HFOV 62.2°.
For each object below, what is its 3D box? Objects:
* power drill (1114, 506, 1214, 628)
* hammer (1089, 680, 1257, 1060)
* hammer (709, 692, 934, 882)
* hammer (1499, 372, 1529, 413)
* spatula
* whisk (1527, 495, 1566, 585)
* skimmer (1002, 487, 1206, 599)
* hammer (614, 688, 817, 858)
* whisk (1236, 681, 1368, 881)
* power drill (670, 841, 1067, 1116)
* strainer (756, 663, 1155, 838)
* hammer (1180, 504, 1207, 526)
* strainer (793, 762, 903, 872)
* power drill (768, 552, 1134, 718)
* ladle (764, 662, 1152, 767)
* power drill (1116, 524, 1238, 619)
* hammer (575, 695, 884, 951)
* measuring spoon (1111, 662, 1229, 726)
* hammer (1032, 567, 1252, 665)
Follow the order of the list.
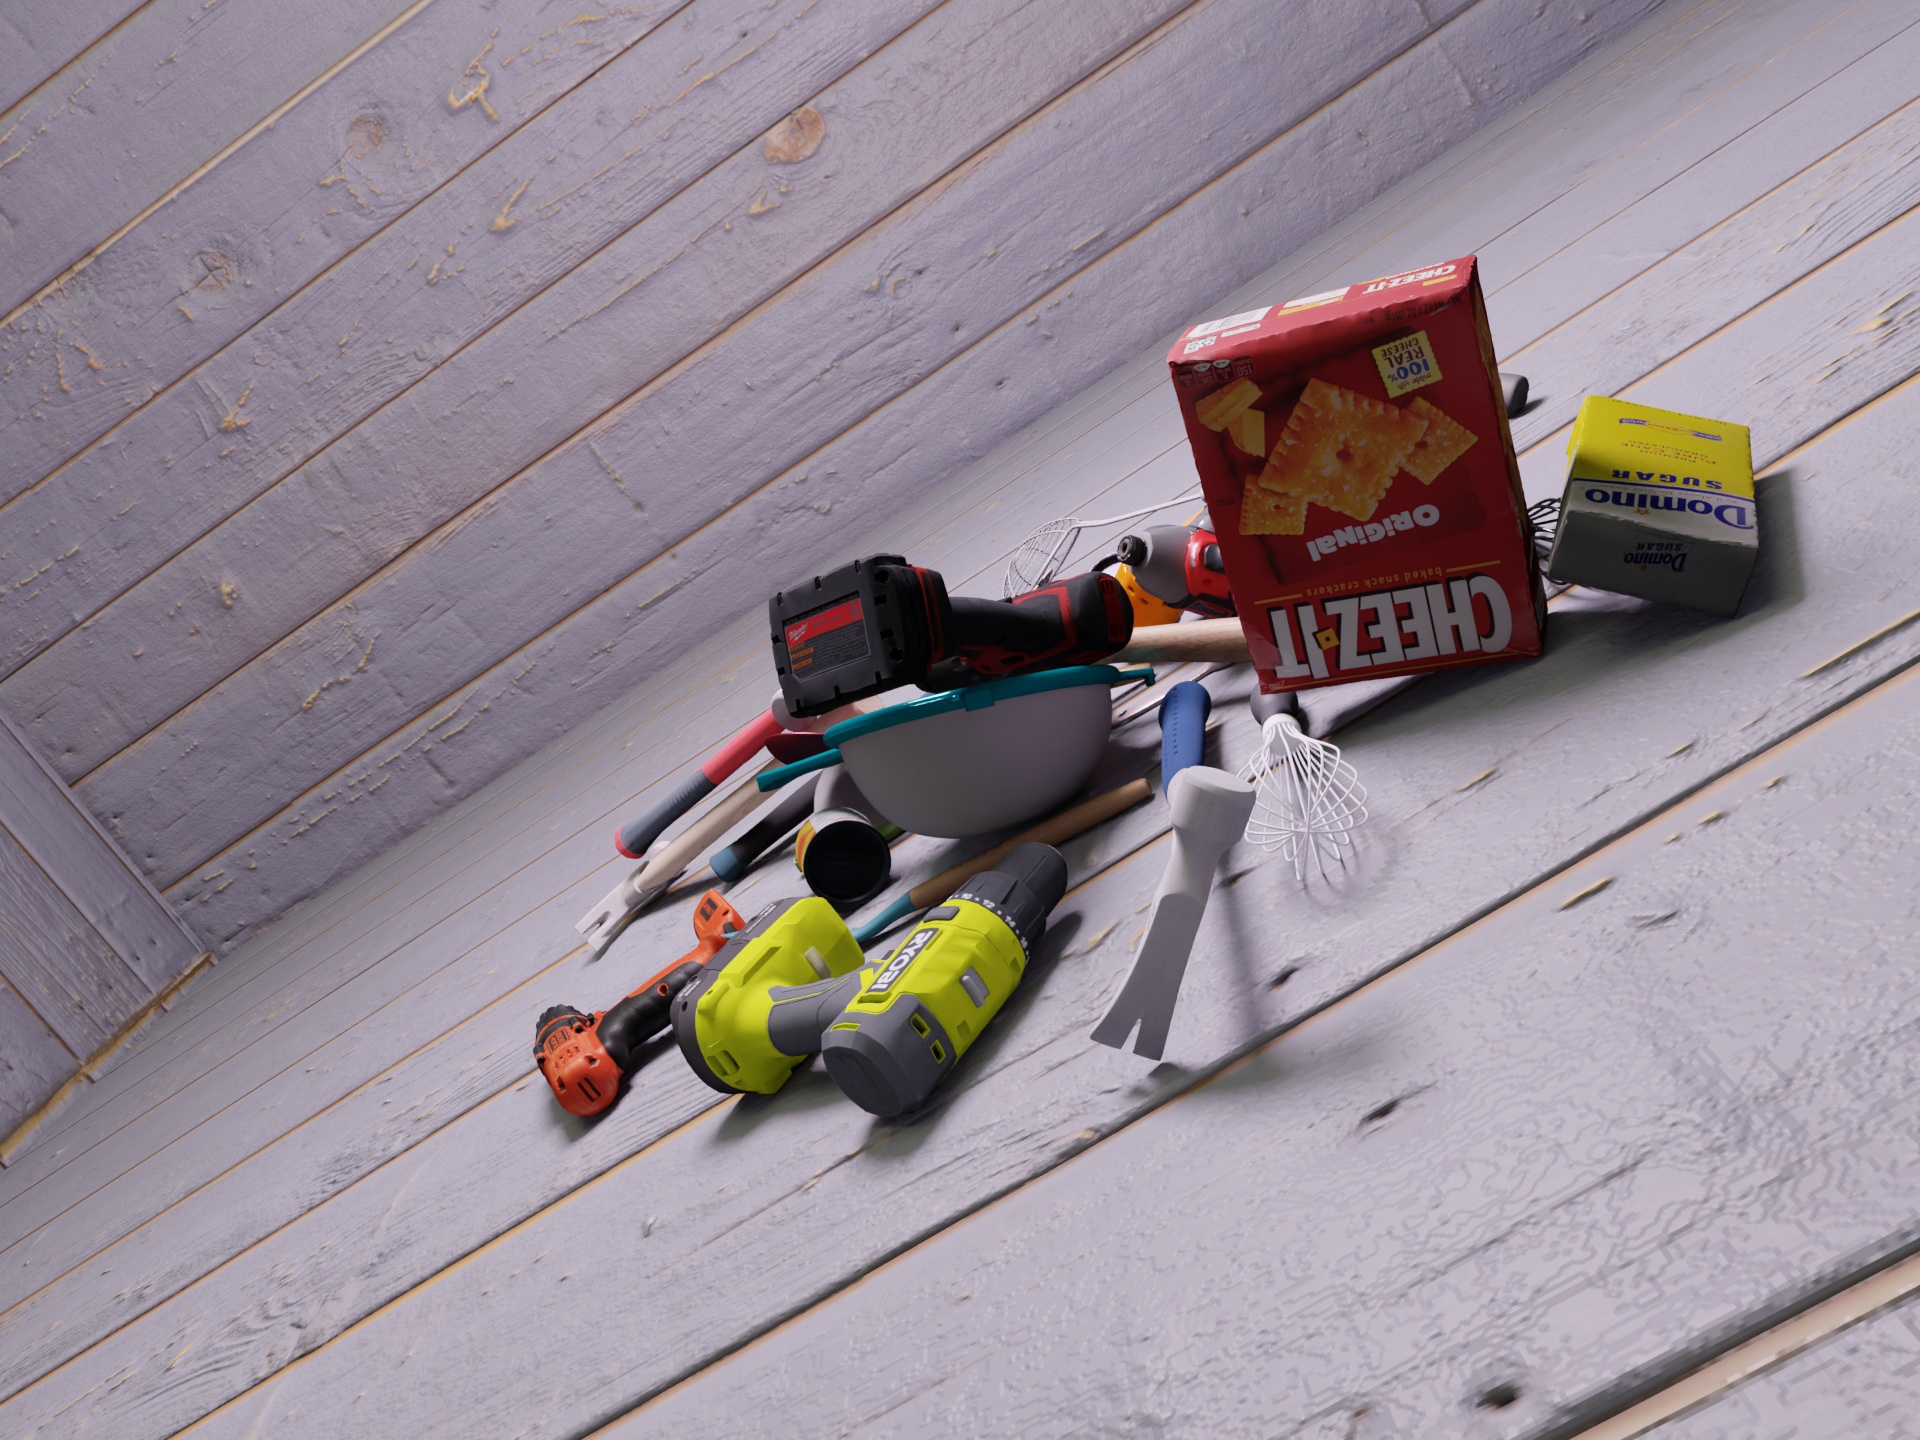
[{"bbox_3d":[0.203,-0.146,1.304,0.226,0.084,0.164,-43,-10,-21],"label":"power drill"},{"bbox_3d":[0.120,0.047,0.885,0.405,0.035,0.144,-58,-15,-74],"label":"hammer"},{"bbox_3d":[-0.096,0.037,1.478,0.331,0.033,0.128,-39,-2,-7],"label":"hammer"},{"bbox_3d":[0.289,-0.229,1.203,0.149,0.036,0.359,18,30,37],"label":"hammer"},{"bbox_3d":[-0.015,0.102,1.083,0.317,0.044,0.082,-27,-12,20],"label":"spatula"},{"bbox_3d":[0.350,-0.119,0.992,0.055,0.055,0.239,-33,9,5],"label":"whisk"},{"bbox_3d":[0.199,-0.182,1.581,0.363,0.090,0.127,-14,19,30],"label":"skimmer"},{"bbox_3d":[-0.206,0.031,1.447,0.386,0.038,0.143,-36,8,44],"label":"hammer"},{"bbox_3d":[0.184,0.016,0.896,0.070,0.070,0.285,-31,10,14],"label":"whisk"},{"bbox_3d":[-0.052,0.149,0.948,0.228,0.080,0.190,-15,24,47],"label":"power drill"},{"bbox_3d":[-0.028,0.045,1.145,0.340,0.095,0.211,-18,-7,42],"label":"strainer"},{"bbox_3d":[0.204,-0.171,1.455,0.337,0.034,0.127,-39,39,-5],"label":"hammer"},{"bbox_3d":[-0.039,0.035,1.311,0.256,0.069,0.151,-24,17,42],"label":"strainer"},{"bbox_3d":[-0.019,-0.051,1.052,0.188,0.080,0.226,-17,-9,43],"label":"power drill"},{"bbox_3d":[-0.002,-0.004,1.265,0.315,0.031,0.069,-13,-16,5],"label":"ladle"},{"bbox_3d":[0.214,-0.112,1.086,0.220,0.143,0.078,-7,72,61],"label":"power drill"},{"bbox_3d":[-0.208,0.084,1.440,0.410,0.038,0.146,-37,7,39],"label":"hammer"},{"bbox_3d":[0.159,-0.032,1.185,0.124,0.018,0.034,-32,14,14],"label":"measuring spoon"},{"bbox_3d":[0.162,-0.056,1.090,0.331,0.130,0.031,0,47,49],"label":"hammer"}]
